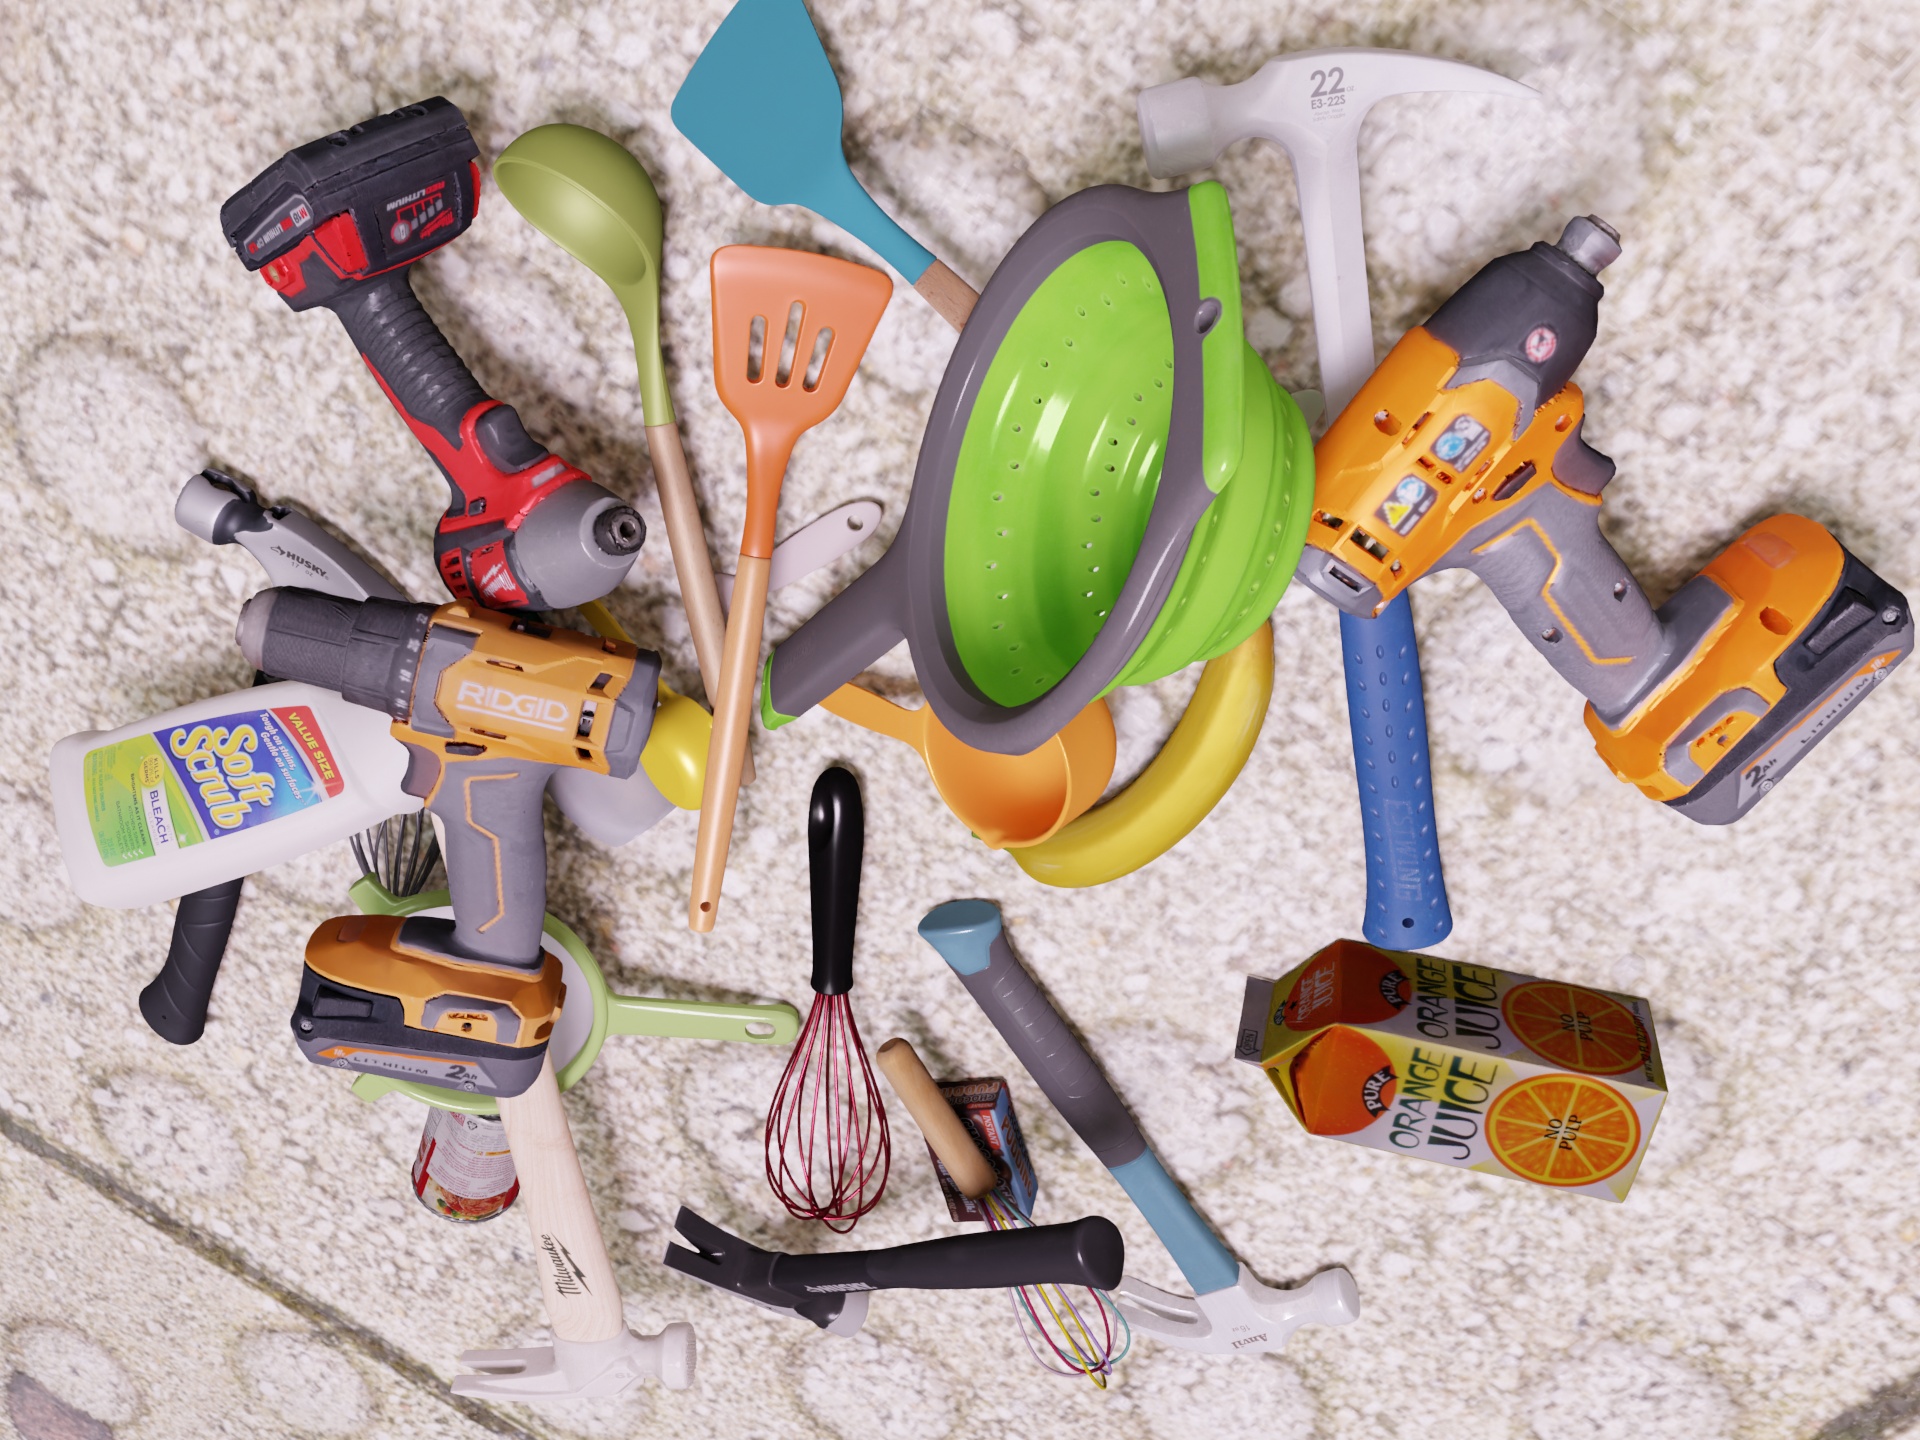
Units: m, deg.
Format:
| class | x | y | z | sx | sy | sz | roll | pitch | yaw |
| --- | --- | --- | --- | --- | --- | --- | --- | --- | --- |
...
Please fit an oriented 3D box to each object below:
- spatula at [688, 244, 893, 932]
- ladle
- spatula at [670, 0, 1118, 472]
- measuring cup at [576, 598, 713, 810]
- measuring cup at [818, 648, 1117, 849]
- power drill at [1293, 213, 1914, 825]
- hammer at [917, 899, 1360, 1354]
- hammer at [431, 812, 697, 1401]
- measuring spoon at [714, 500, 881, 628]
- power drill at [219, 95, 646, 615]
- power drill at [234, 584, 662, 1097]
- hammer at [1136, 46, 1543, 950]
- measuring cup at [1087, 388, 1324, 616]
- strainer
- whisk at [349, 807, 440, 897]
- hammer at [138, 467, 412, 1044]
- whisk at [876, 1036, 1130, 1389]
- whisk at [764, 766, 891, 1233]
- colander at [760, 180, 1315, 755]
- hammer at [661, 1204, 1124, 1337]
| class | x | y | z | sx | sy | sz | roll | pitch | yaw |
| --- | --- | --- | --- | --- | --- | --- | --- | --- | --- |
| spatula | -0.098 | -0.051 | 0.735 | 0.081 | 0.041 | 0.322 | 6 | 103 | -17 |
| ladle | -0.143 | -0.108 | 0.734 | 0.078 | 0.062 | 0.320 | 17 | 125 | 46 |
| spatula | 0.008 | -0.174 | 0.669 | 0.317 | 0.044 | 0.082 | 42 | 118 | -7 |
| measuring cup | -0.169 | -0.019 | 0.796 | 0.156 | 0.029 | 0.062 | 50 | 149 | 5 |
| measuring cup | -0.001 | -0.002 | 0.771 | 0.174 | 0.052 | 0.095 | 21 | 124 | 36 |
| power drill | 0.250 | -0.075 | 0.614 | 0.226 | 0.084 | 0.164 | 31 | 112 | -15 |
| hammer | 0.085 | 0.229 | 0.880 | 0.128 | 0.033 | 0.330 | -27 | 107 | 26 |
| hammer | -0.248 | 0.225 | 0.892 | 0.146 | 0.038 | 0.410 | -4 | 116 | 1 |
| measuring spoon | -0.088 | -0.073 | 0.770 | 0.124 | 0.018 | 0.034 | -27 | 108 | 29 |
| power drill | -0.222 | -0.149 | 0.708 | 0.143 | 0.078 | 0.219 | 0 | 122 | 49 |
| power drill | -0.254 | 0.051 | 0.746 | 0.185 | 0.084 | 0.226 | 14 | 106 | -12 |
| hammer | 0.179 | -0.074 | 0.677 | 0.144 | 0.035 | 0.405 | -11 | 118 | 7 |
| measuring cup | 0.091 | -0.087 | 0.701 | 0.167 | 0.038 | 0.083 | -37 | 103 | 30 |
| strainer | -0.221 | 0.152 | 0.916 | 0.256 | 0.069 | 0.151 | 6 | 116 | -7 |
| whisk | -0.333 | 0.116 | 0.930 | 0.055 | 0.055 | 0.238 | 21 | 125 | 4 |
| hammer | -0.417 | 0.054 | 0.926 | 0.149 | 0.036 | 0.408 | 30 | 122 | -3 |
| whisk | 0.024 | 0.276 | 0.880 | 0.051 | 0.047 | 0.245 | -23 | 107 | 30 |
| whisk | -0.072 | 0.160 | 0.872 | 0.073 | 0.073 | 0.295 | 8 | 114 | 11 |
| colander | 0.025 | -0.060 | 0.656 | 0.094 | 0.205 | 0.397 | 10 | 159 | -26 |
| hammer | -0.034 | 0.294 | 0.860 | 0.146 | 0.035 | 0.335 | 31 | 146 | -25 |
